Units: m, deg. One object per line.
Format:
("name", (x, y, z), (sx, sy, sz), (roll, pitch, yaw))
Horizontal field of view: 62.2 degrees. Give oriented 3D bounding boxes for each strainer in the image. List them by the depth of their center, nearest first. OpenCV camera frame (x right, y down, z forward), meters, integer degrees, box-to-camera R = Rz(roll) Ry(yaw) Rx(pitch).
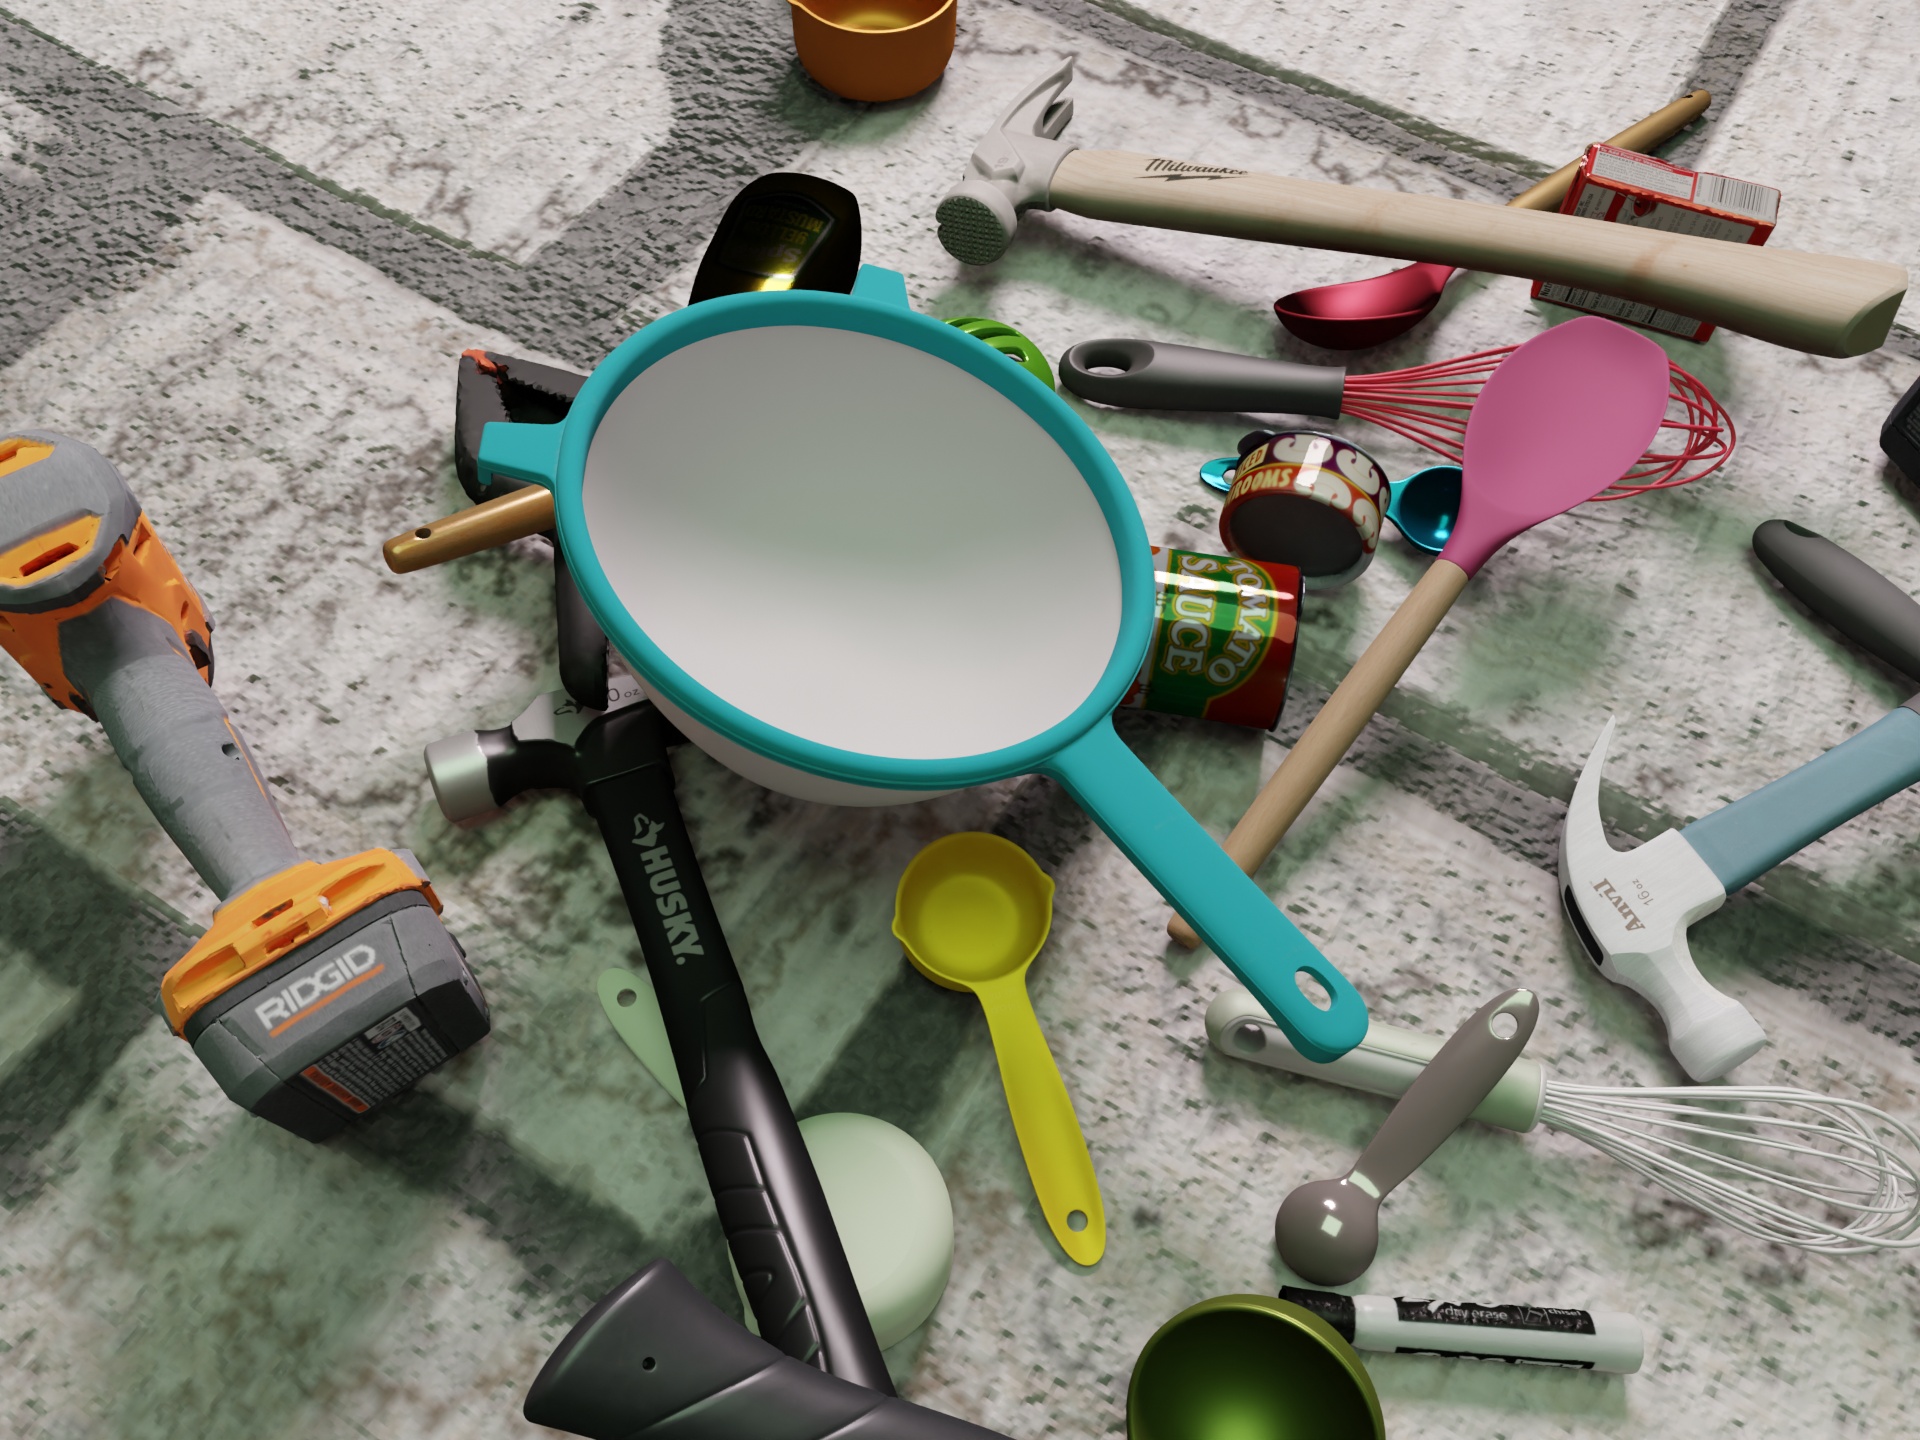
("strainer", (-0.001, -0.002, 0.562), (0.211, 0.095, 0.340), (-35, 77, -35))

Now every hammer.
("hammer", (0.082, 0.239, 0.416), (0.408, 0.036, 0.149), (25, 64, -9))
("hammer", (-0.075, 0.105, 0.525), (0.146, 0.035, 0.335), (-18, 50, -14))
("hammer", (0.376, 0.001, 0.601), (0.331, 0.033, 0.128), (-29, 60, -3))
("hammer", (0.203, -0.231, 0.727), (0.411, 0.038, 0.146), (15, 52, 17))

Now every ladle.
("ladle", (0.011, 0.298, 0.438), (0.078, 0.062, 0.320), (35, 67, 20))
("ladle", (0.276, -0.252, 0.789), (0.315, 0.031, 0.069), (-34, 39, -23))

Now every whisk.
("whisk", (0.206, 0.133, 0.549), (0.246, 0.057, 0.059), (13, 25, 11))
("whisk", (0.416, -0.004, 0.638), (0.055, 0.055, 0.239), (-31, 60, -18))
("whisk", (0.189, -0.143, 0.708), (0.296, 0.073, 0.073), (8, 59, 10))

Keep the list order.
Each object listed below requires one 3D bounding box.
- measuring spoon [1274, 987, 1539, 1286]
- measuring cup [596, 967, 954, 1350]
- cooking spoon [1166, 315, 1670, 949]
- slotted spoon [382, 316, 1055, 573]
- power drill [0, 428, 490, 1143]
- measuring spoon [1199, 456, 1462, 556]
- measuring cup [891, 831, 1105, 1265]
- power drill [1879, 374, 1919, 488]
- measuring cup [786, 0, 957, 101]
("measuring spoon", (0.151, 0.138, 0.530), (0.034, 0.018, 0.124), (40, 91, 16))
("measuring cup", (-0.071, 0.138, 0.538), (0.083, 0.038, 0.168), (-39, 70, -22))
("cooking spoon", (0.179, -0.039, 0.625), (0.069, 0.017, 0.319), (34, 77, 21))
("slotted spoon", (-0.085, -0.117, 0.657), (0.314, 0.031, 0.070), (-25, 56, -29))
("power drill", (-0.254, 0.028, 0.546), (0.084, 0.164, 0.226), (-33, 78, -20))
("measuring spoon", (0.169, -0.097, 0.704), (0.128, 0.021, 0.042), (12, 72, 16))
("measuring cup", (0.019, 0.116, 0.569), (0.062, 0.029, 0.157), (-15, 73, -11))
("power drill", (0.530, -0.159, 0.715), (0.226, 0.084, 0.186), (-18, 61, -17))
("measuring cup", (-0.061, -0.400, 0.854), (0.095, 0.052, 0.174), (-19, 60, -13))
